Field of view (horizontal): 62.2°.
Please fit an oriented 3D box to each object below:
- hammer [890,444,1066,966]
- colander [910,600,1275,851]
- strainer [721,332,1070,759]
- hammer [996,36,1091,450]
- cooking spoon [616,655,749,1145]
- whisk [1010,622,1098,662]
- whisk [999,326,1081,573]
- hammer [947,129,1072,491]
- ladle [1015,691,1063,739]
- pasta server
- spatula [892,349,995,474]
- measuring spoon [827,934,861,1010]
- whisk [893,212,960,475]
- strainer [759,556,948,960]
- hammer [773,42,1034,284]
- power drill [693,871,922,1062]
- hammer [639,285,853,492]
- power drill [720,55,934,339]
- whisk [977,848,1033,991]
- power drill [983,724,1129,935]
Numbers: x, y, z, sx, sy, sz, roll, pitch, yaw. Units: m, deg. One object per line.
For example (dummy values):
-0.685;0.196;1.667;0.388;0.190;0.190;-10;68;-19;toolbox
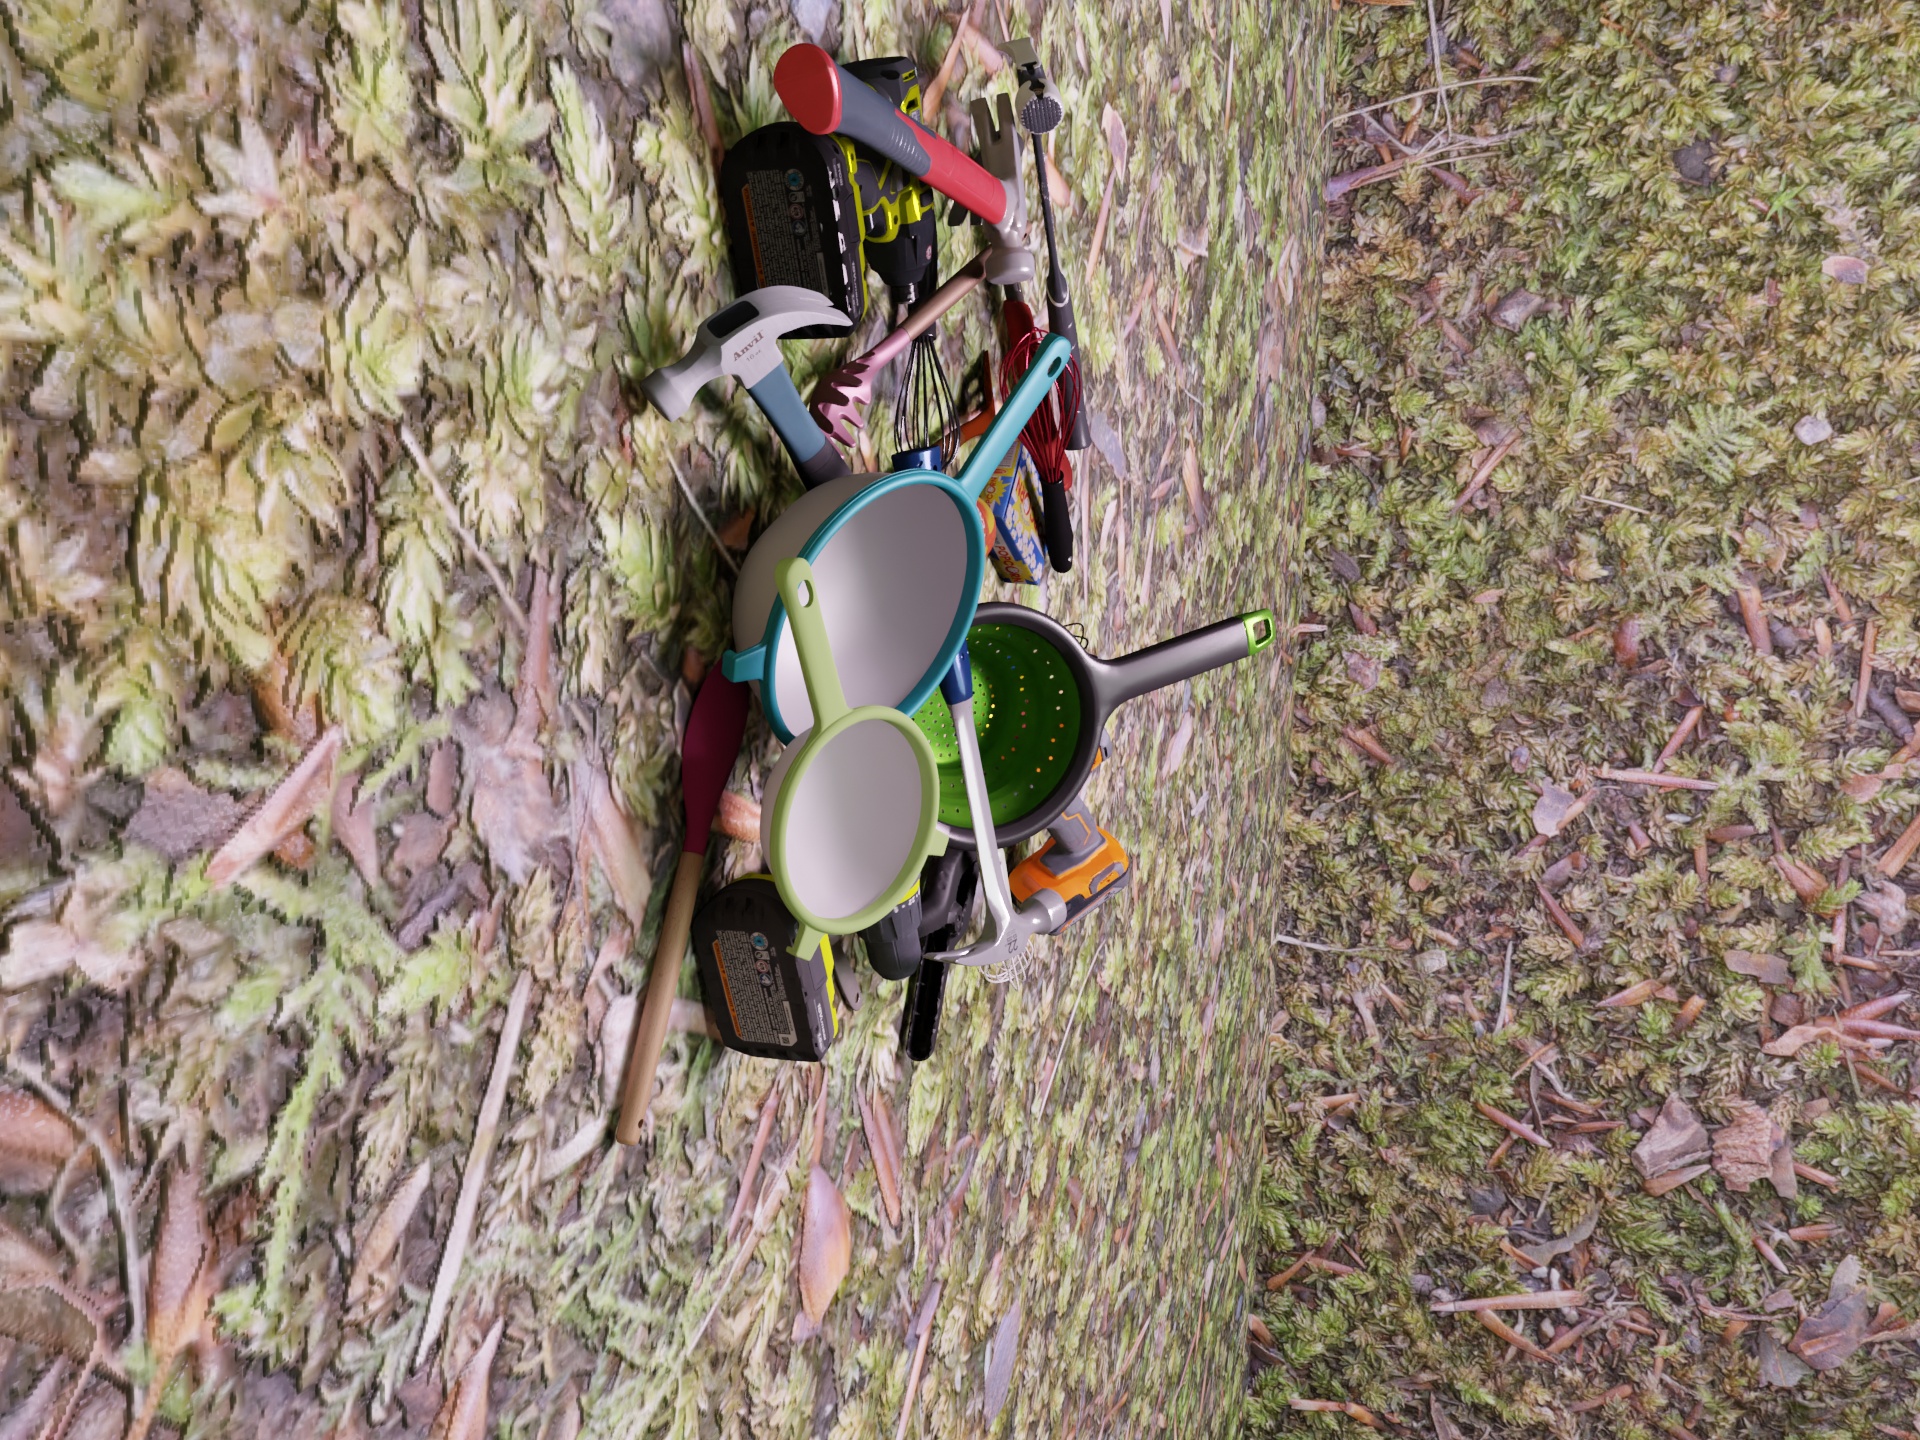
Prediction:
-0.002;-0.004;1.215;0.144;0.035;0.405;-25;110;-46;hammer
0.080;-0.028;1.339;0.397;0.095;0.204;-20;110;-19;colander
-0.049;-0.138;1.092;0.340;0.095;0.210;-56;150;-8;strainer
0.081;-0.400;1.403;0.408;0.036;0.149;76;3;-50;hammer
-0.178;0.111;1.026;0.068;0.017;0.319;43;55;-63;cooking spoon
0.080;-0.085;1.623;0.244;0.051;0.047;10;63;-65;whisk
0.082;-0.237;1.453;0.295;0.073;0.073;77;28;-52;whisk
0.057;-0.352;1.484;0.358;0.037;0.149;73;27;-45;hammer
0.100;-0.025;1.667;0.069;0.031;0.315;-54;175;20;ladle
-0.023;-0.303;1.211;0.316;0.040;0.060;-50;163;-35;pasta server
-0.021;-0.231;1.343;0.323;0.041;0.081;-48;136;-51;spatula
-0.091;0.193;1.269;0.124;0.018;0.034;75;29;-41;measuring spoon
-0.028;-0.303;1.259;0.055;0.055;0.239;3;85;-69;whisk
-0.096;0.013;1.014;0.151;0.069;0.256;-36;125;-39;strainer
-0.027;-0.396;1.065;0.386;0.038;0.143;-15;98;-70;hammer
-0.093;0.146;1.156;0.228;0.080;0.190;-48;133;-57;power drill
-0.101;-0.179;1.081;0.128;0.033;0.330;-41;157;-3;hammer
-0.076;-0.350;1.098;0.223;0.080;0.171;-58;146;-54;power drill
0.038;0.188;1.516;0.246;0.058;0.059;80;-13;-53;whisk
0.082;0.108;1.571;0.164;0.084;0.226;-33;136;-18;power drill
